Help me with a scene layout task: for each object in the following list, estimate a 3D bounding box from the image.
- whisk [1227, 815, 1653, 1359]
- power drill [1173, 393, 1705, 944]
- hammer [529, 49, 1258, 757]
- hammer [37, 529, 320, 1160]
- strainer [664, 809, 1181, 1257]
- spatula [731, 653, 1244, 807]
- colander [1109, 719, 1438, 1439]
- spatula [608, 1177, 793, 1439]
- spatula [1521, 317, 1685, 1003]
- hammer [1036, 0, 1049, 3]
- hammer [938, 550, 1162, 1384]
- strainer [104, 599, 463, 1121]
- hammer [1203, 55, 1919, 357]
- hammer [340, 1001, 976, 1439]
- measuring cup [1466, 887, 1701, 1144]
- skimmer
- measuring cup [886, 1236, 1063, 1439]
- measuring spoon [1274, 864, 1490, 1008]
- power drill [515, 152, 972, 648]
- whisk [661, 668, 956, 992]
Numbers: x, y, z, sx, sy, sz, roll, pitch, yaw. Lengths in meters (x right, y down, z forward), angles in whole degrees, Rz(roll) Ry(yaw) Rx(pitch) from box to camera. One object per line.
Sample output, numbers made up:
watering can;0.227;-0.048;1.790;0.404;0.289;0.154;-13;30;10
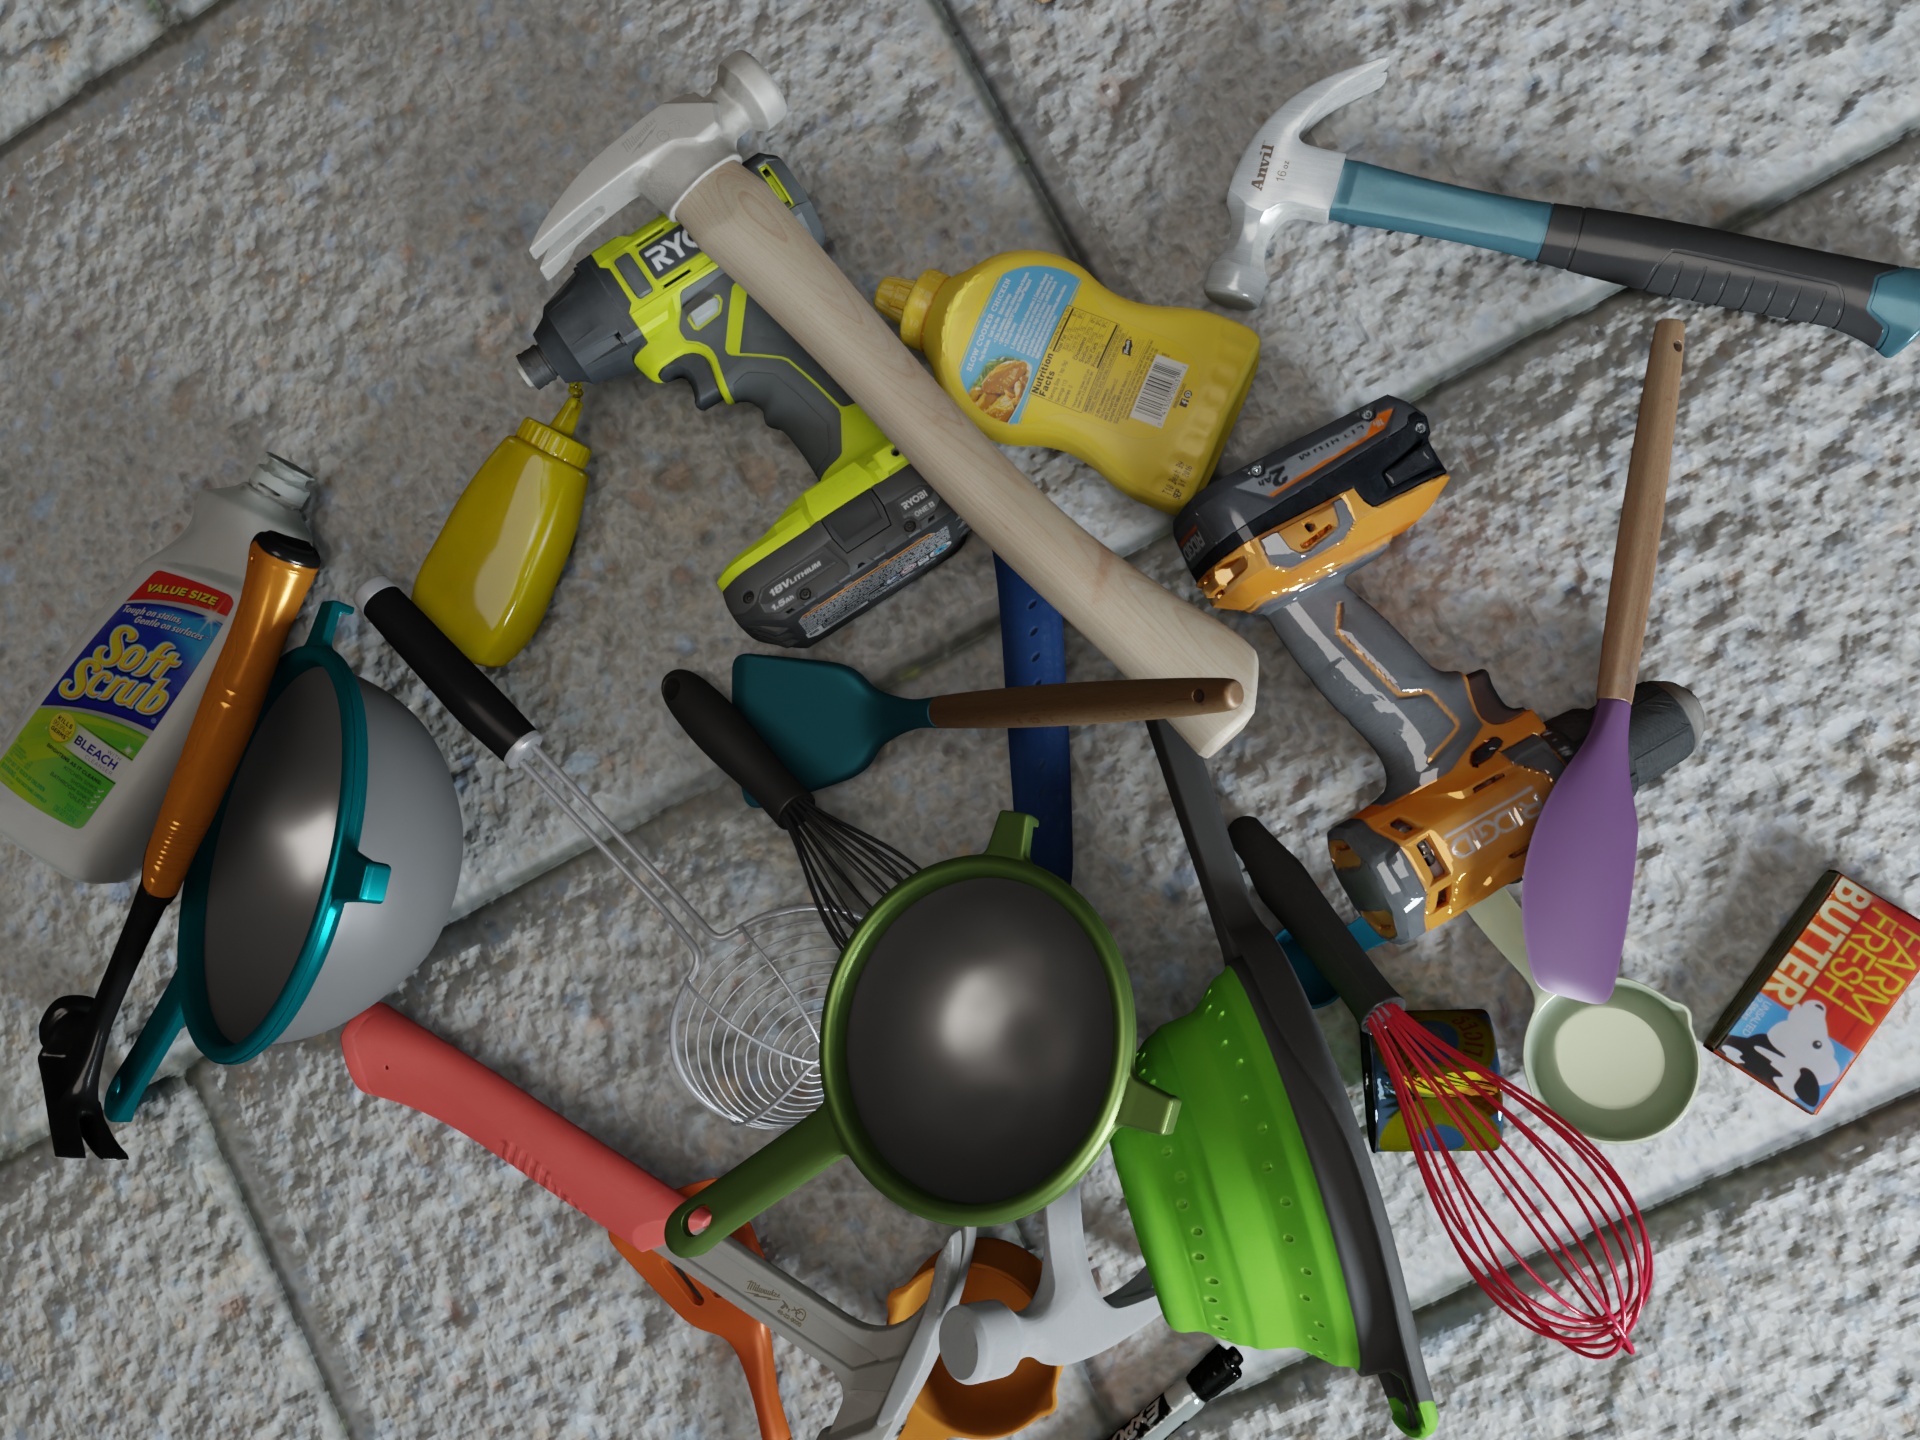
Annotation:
whisk;0.196;0.143;0.694;0.073;0.073;0.296;-39;46;7
power drill;0.224;-0.035;0.742;0.185;0.084;0.226;-27;85;-8
hammer;-0.025;-0.134;0.742;0.146;0.038;0.411;-42;79;-6
hammer;-0.404;0.060;0.823;0.127;0.034;0.337;39;107;48
strainer;-0.021;0.167;0.696;0.256;0.069;0.152;-38;59;19
spatula;-0.001;-0.002;0.744;0.317;0.044;0.082;-4;91;49
colander;0.098;0.126;0.724;0.094;0.204;0.397;-16;67;1
spatula;-0.089;0.392;0.803;0.081;0.041;0.323;-27;76;17
spatula;0.293;-0.033;0.710;0.059;0.018;0.316;17;79;-19
hammer;0.189;-0.434;0.789;0.331;0.031;0.130;-16;86;10
hammer;0.046;0.097;0.775;0.035;0.144;0.406;-14;75;50
strainer;-0.355;0.116;0.848;0.340;0.095;0.211;-49;46;27
hammer;0.294;-0.230;0.763;0.331;0.033;0.128;16;93;10
hammer;-0.169;0.233;0.807;0.359;0.036;0.149;27;98;19
measuring cup;0.281;0.124;0.761;0.083;0.038;0.168;-38;65;11
skimmer;-0.174;0.061;0.818;0.363;0.090;0.127;44;90;10
measuring cup;-0.008;0.339;0.799;0.095;0.052;0.173;31;102;11
measuring spoon;0.208;0.099;0.776;0.128;0.021;0.042;-31;71;8
power drill;-0.109;-0.155;0.809;0.171;0.080;0.223;-33;80;-2
whisk;-0.083;0.047;0.788;0.055;0.055;0.239;-50;57;6
